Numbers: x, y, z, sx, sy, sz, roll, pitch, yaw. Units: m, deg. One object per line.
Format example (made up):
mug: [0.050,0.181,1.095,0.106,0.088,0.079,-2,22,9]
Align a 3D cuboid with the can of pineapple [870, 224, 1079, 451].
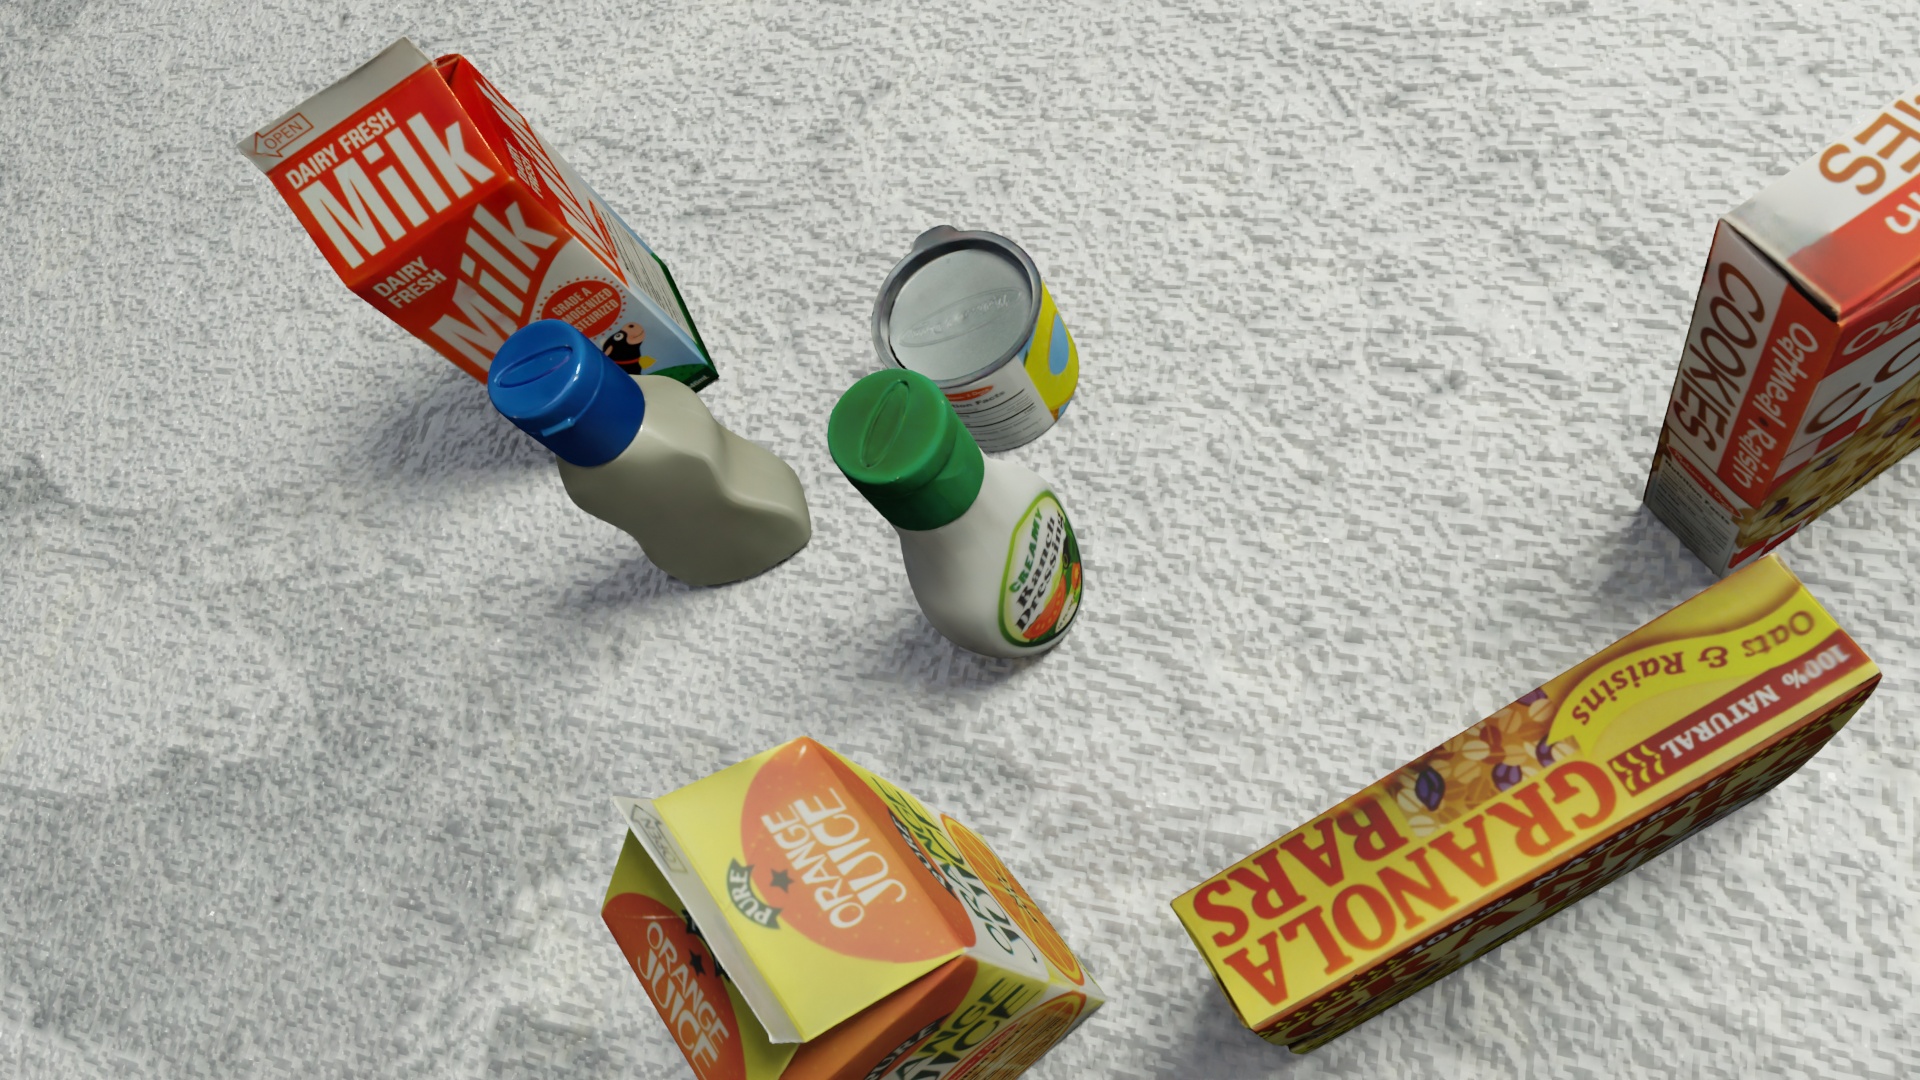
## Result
can of pineapple: [0.007,-0.076,0.530,0.071,0.057,0.071,-7,66,17]

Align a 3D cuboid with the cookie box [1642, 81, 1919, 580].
cookie box: [0.256,-0.064,0.372,0.123,0.167,0.040,-35,61,3]

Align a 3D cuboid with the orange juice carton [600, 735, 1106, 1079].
orange juice carton: [-0.028,0.115,0.384,0.073,0.192,0.072,-42,61,0]

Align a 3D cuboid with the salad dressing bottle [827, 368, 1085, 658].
salad dressing bottle: [0.002,-0.006,0.450,0.044,0.147,0.064,15,75,25]

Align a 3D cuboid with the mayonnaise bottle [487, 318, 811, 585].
mayonnaise bottle: [-0.110,-0.028,0.500,0.065,0.147,0.041,-21,63,11]

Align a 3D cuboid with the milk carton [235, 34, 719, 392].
milk carton: [-0.178,-0.113,0.536,0.072,0.190,0.074,-32,62,5]

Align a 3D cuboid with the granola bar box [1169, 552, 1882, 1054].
granola bar box: [0.148,0.081,0.374,0.165,0.124,0.039,-32,62,5]
